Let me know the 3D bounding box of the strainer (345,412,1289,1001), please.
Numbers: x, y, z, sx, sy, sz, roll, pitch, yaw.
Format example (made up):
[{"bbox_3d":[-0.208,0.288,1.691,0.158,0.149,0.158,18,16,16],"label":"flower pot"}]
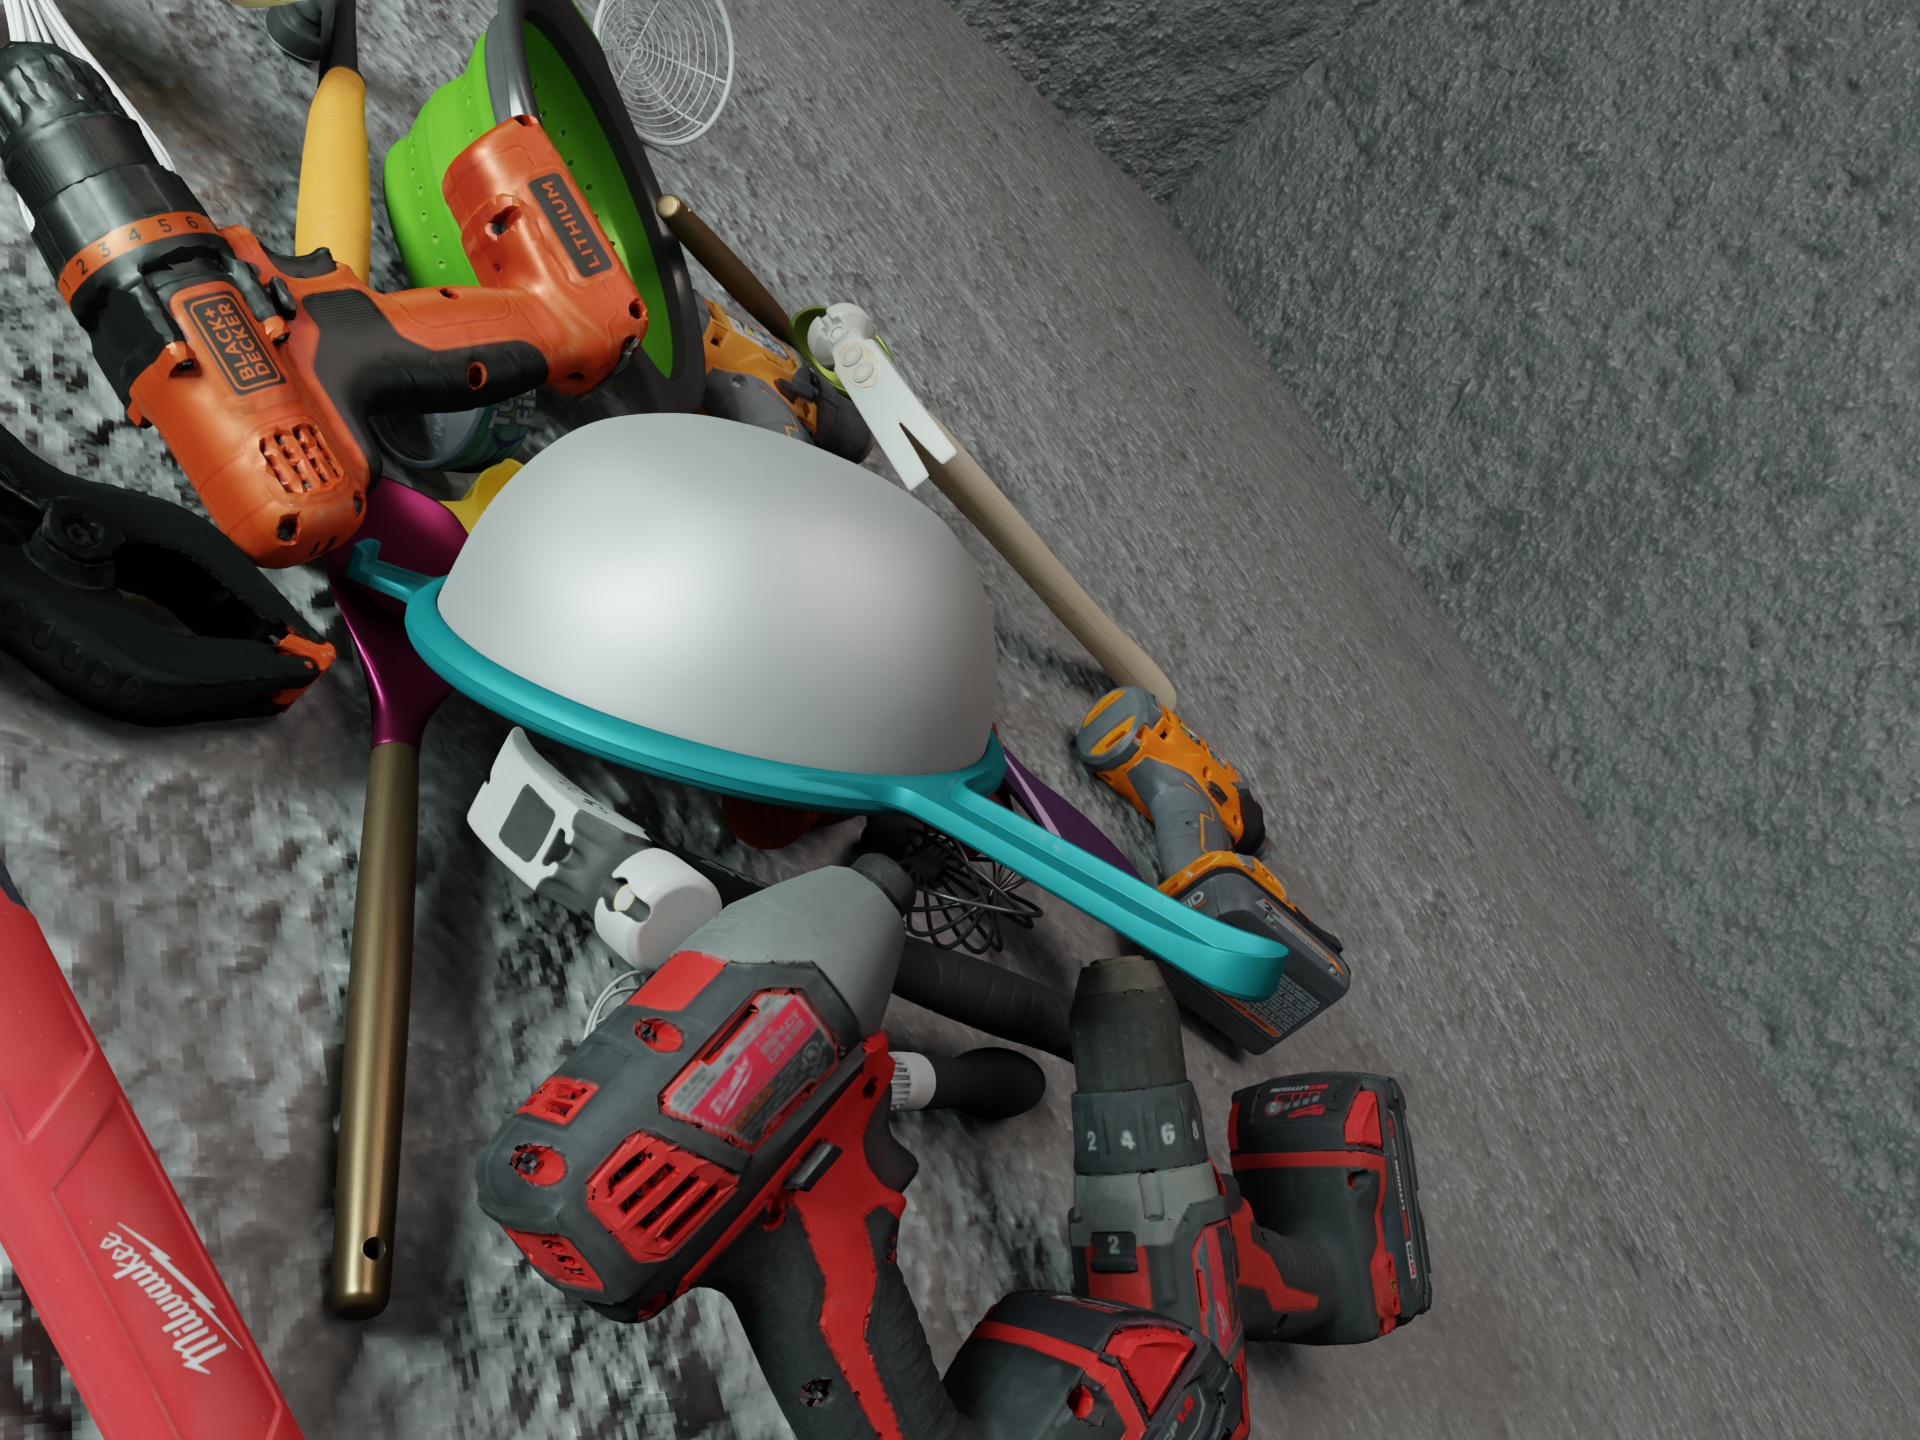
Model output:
[{"bbox_3d":[-0.028,-0.028,0.507,0.341,0.095,0.211,27,17,38],"label":"strainer"}]

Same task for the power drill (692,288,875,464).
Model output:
[{"bbox_3d":[-0.080,-0.132,0.881,0.185,0.084,0.226,20,33,-53],"label":"power drill"}]

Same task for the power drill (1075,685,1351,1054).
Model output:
[{"bbox_3d":[0.158,0.090,0.975,0.164,0.084,0.227,38,22,-28],"label":"power drill"}]

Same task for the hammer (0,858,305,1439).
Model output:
[{"bbox_3d":[-0.223,0.060,0.335,0.386,0.038,0.143,58,25,6],"label":"hammer"}]

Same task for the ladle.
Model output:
[{"bbox_3d":[-0.105,-0.249,0.936,0.078,0.062,0.320,55,6,9],"label":"ladle"}]

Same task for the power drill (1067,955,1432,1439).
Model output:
[{"bbox_3d":[0.117,0.194,0.676,0.226,0.080,0.188,10,70,-54],"label":"power drill"}]

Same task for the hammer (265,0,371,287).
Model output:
[{"bbox_3d":[-0.271,-0.263,0.700,0.034,0.127,0.337,21,42,-40],"label":"hammer"}]

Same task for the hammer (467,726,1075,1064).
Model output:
[{"bbox_3d":[-0.036,0.087,0.604,0.146,0.035,0.334,26,-2,44],"label":"hammer"}]

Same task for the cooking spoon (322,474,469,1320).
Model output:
[{"bbox_3d":[-0.181,0.031,0.503,0.068,0.017,0.319,27,35,-37],"label":"cooking spoon"}]

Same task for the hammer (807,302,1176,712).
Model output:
[{"bbox_3d":[0.049,-0.095,1.004,0.410,0.038,0.146,41,14,-49],"label":"hammer"}]

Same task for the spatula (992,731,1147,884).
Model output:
[{"bbox_3d":[-0.001,-0.002,0.764,0.315,0.018,0.060,46,22,-12],"label":"spatula"}]

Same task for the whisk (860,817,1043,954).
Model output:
[{"bbox_3d":[-0.015,0.057,0.636,0.055,0.055,0.239,47,-9,-8],"label":"whisk"}]

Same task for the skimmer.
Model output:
[{"bbox_3d":[-0.205,-0.392,1.029,0.364,0.090,0.127,-94,170,-51],"label":"skimmer"}]

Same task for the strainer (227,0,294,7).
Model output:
[{"bbox_3d":[-0.342,-0.304,0.632,0.087,0.050,0.258,49,45,5],"label":"strainer"}]

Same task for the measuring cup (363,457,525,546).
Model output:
[{"bbox_3d":[-0.213,-0.070,0.621,0.156,0.029,0.062,-9,67,-51],"label":"measuring cup"}]

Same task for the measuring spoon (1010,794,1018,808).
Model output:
[{"bbox_3d":[-0.006,0.012,0.869,0.124,0.018,0.034,32,29,-35],"label":"measuring spoon"}]

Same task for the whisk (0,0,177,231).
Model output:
[{"bbox_3d":[-0.334,-0.257,0.572,0.246,0.058,0.059,68,13,4],"label":"whisk"}]

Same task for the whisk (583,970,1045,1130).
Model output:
[{"bbox_3d":[-0.039,0.131,0.584,0.284,0.070,0.070,21,36,-58],"label":"whisk"}]

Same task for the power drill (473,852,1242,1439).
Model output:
[{"bbox_3d":[-0.019,0.150,0.449,0.143,0.078,0.219,-47,111,-34],"label":"power drill"}]

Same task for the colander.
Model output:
[{"bbox_3d":[-0.177,-0.150,0.727,0.204,0.094,0.397,34,39,-79],"label":"colander"}]
